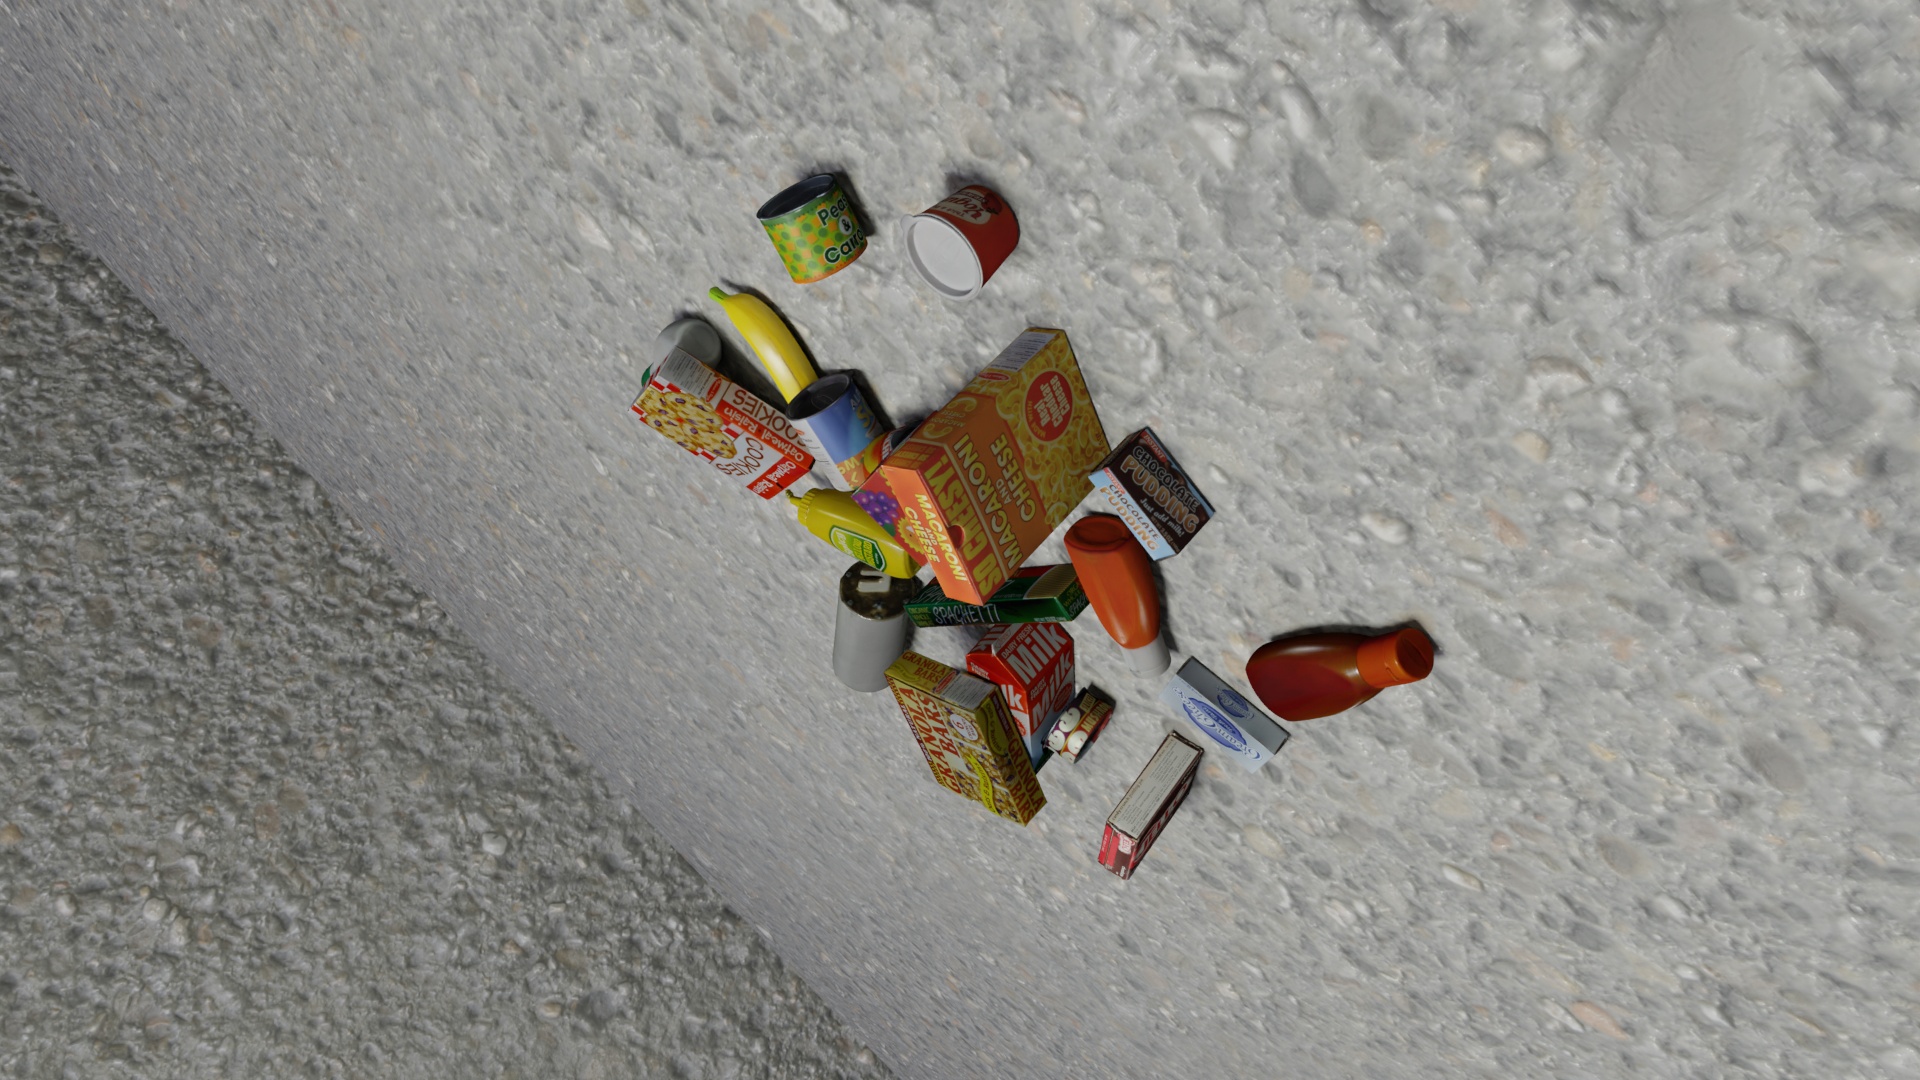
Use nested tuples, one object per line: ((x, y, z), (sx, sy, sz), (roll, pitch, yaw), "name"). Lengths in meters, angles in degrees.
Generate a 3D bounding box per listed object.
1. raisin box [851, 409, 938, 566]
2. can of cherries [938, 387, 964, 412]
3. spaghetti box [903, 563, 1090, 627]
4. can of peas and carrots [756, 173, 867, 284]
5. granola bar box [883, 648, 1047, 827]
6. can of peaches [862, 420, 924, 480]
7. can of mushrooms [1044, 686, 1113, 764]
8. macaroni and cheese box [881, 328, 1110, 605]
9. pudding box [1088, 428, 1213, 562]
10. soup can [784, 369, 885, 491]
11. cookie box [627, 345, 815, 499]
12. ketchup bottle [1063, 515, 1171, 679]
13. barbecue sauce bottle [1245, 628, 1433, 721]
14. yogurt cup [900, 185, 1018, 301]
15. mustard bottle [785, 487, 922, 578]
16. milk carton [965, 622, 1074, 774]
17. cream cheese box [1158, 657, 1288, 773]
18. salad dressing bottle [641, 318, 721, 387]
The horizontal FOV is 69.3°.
((-0.025, -0.039, 1.088), (0.086, 0.040, 0.123), (44, 147, -5), "raisin box")
((0.016, -0.085, 1.087), (0.071, 0.058, 0.071), (32, 148, 23), "can of cherries")
((0.033, 0.052, 1.253), (0.249, 0.050, 0.028), (-7, 121, 56), "spaghetti box")
((-0.109, -0.235, 1.046), (0.071, 0.071, 0.058), (10, 137, 47), "can of peas and carrots")
((0.005, 0.190, 1.332), (0.124, 0.039, 0.164), (18, 142, 43), "granola bar box")
((-0.044, -0.066, 1.179), (0.071, 0.071, 0.058), (53, 151, -15), "can of peaches")
((0.112, 0.172, 1.293), (0.033, 0.071, 0.070), (35, 150, 17), "can of mushrooms")
((0.032, -0.054, 0.989), (0.040, 0.167, 0.123), (12, 138, 44), "macaroni and cheese box")
((0.138, -0.033, 1.002), (0.083, 0.050, 0.030), (51, 153, -9), "pudding box")
((-0.102, -0.096, 1.220), (0.071, 0.071, 0.083), (8, 139, 48), "soup can")
((-0.229, -0.110, 1.348), (0.167, 0.040, 0.122), (33, 156, -16), "cookie box")
((0.133, 0.049, 1.124), (0.065, 0.044, 0.148), (15, 140, 44), "ketchup bottle")
((0.273, 0.093, 0.998), (0.065, 0.044, 0.148), (49, 151, -8), "barbecue sauce bottle")
((0.003, -0.205, 0.948), (0.072, 0.054, 0.072), (32, 150, 22), "yogurt cup")
((-0.106, -0.016, 1.335), (0.160, 0.049, 0.065), (22, 145, 24), "mustard bottle")
((0.057, 0.132, 1.303), (0.073, 0.072, 0.189), (30, 148, 27), "milk carton")
((0.219, 0.147, 1.160), (0.104, 0.024, 0.053), (39, 153, 11), "cream cheese box")
((-0.281, -0.175, 1.378), (0.064, 0.044, 0.147), (47, 153, -13), "salad dressing bottle")
